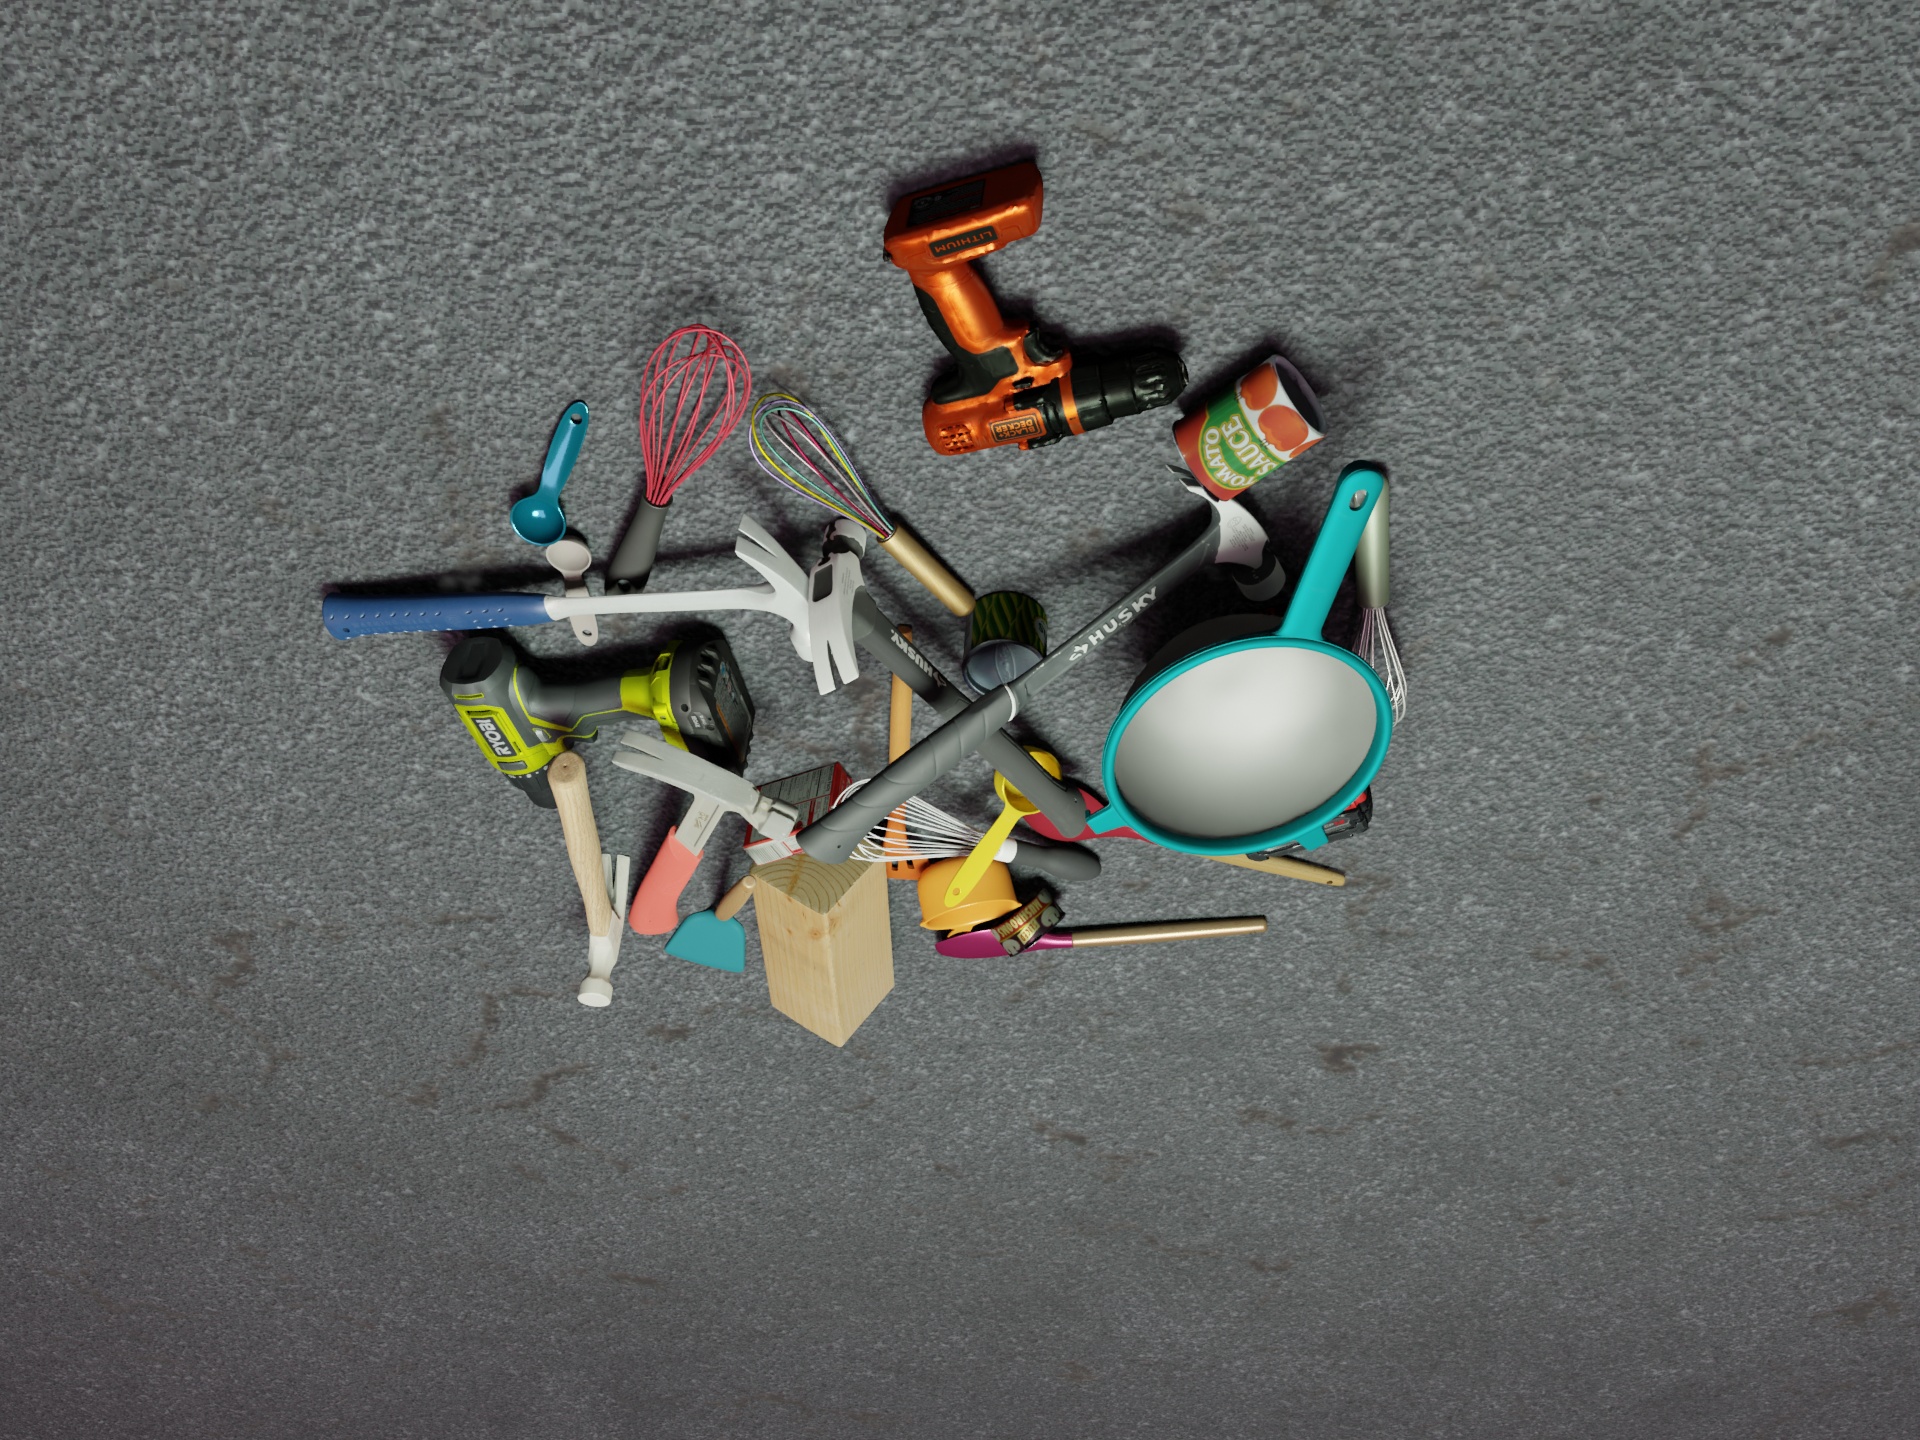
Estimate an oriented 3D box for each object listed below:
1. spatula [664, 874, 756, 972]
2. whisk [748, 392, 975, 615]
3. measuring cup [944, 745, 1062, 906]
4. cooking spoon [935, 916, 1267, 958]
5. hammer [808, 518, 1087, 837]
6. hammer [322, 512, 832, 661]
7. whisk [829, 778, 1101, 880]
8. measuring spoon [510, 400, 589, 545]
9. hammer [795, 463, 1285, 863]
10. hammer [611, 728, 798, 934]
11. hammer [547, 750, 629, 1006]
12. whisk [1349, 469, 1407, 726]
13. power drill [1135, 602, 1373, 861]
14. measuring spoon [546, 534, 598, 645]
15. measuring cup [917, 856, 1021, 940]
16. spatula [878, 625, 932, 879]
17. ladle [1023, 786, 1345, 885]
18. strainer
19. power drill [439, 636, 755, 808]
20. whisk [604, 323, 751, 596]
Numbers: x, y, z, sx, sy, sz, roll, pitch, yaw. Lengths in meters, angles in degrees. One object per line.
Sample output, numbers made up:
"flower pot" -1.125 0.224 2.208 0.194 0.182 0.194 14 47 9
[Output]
"spatula" -0.218 0.185 1.472 0.082 0.044 0.317 17 161 -10
"whisk" -0.065 -0.155 1.169 0.051 0.047 0.244 -27 132 26
"measuring cup" 0.028 0.090 1.357 0.062 0.029 0.156 34 91 -29
"cooking spoon" 0.134 0.209 1.530 0.319 0.017 0.068 -6 153 7
"hammer" -0.002 -0.004 1.245 0.035 0.146 0.334 -24 131 28
"hammer" -0.306 -0.092 1.219 0.405 0.035 0.143 -1 147 14
"whisk" 0.011 0.105 1.389 0.284 0.070 0.070 15 137 -31
"measuring spoon" -0.297 -0.185 1.174 0.042 0.021 0.128 23 124 -13
"hammer" 0.048 -0.028 1.160 0.409 0.036 0.149 -37 136 4
"hammer" -0.254 0.115 1.382 0.149 0.037 0.359 25 150 -9
"hammer" -0.321 0.123 1.376 0.031 0.130 0.331 5 147 -3
"whisk" 0.314 -0.086 1.207 0.059 0.058 0.246 -32 134 -20
"power drill" 0.240 0.009 1.286 0.143 0.079 0.219 -18 128 19
"measuring spoon" -0.302 -0.104 1.258 0.034 0.018 0.124 3 142 -1
"measuring cup" -0.001 0.167 1.487 0.095 0.052 0.173 -10 163 -11
"spatula" -0.054 0.042 1.379 0.081 0.041 0.322 4 131 0
"ladle" 0.201 0.110 1.426 0.315 0.031 0.069 14 136 -12
"strainer" 0.214 -0.053 1.129 0.211 0.095 0.340 5 129 -13
"power drill" -0.294 0.007 1.323 0.228 0.080 0.190 -3 142 10
"whisk" -0.215 -0.175 1.148 0.073 0.073 0.295 18 140 -14
